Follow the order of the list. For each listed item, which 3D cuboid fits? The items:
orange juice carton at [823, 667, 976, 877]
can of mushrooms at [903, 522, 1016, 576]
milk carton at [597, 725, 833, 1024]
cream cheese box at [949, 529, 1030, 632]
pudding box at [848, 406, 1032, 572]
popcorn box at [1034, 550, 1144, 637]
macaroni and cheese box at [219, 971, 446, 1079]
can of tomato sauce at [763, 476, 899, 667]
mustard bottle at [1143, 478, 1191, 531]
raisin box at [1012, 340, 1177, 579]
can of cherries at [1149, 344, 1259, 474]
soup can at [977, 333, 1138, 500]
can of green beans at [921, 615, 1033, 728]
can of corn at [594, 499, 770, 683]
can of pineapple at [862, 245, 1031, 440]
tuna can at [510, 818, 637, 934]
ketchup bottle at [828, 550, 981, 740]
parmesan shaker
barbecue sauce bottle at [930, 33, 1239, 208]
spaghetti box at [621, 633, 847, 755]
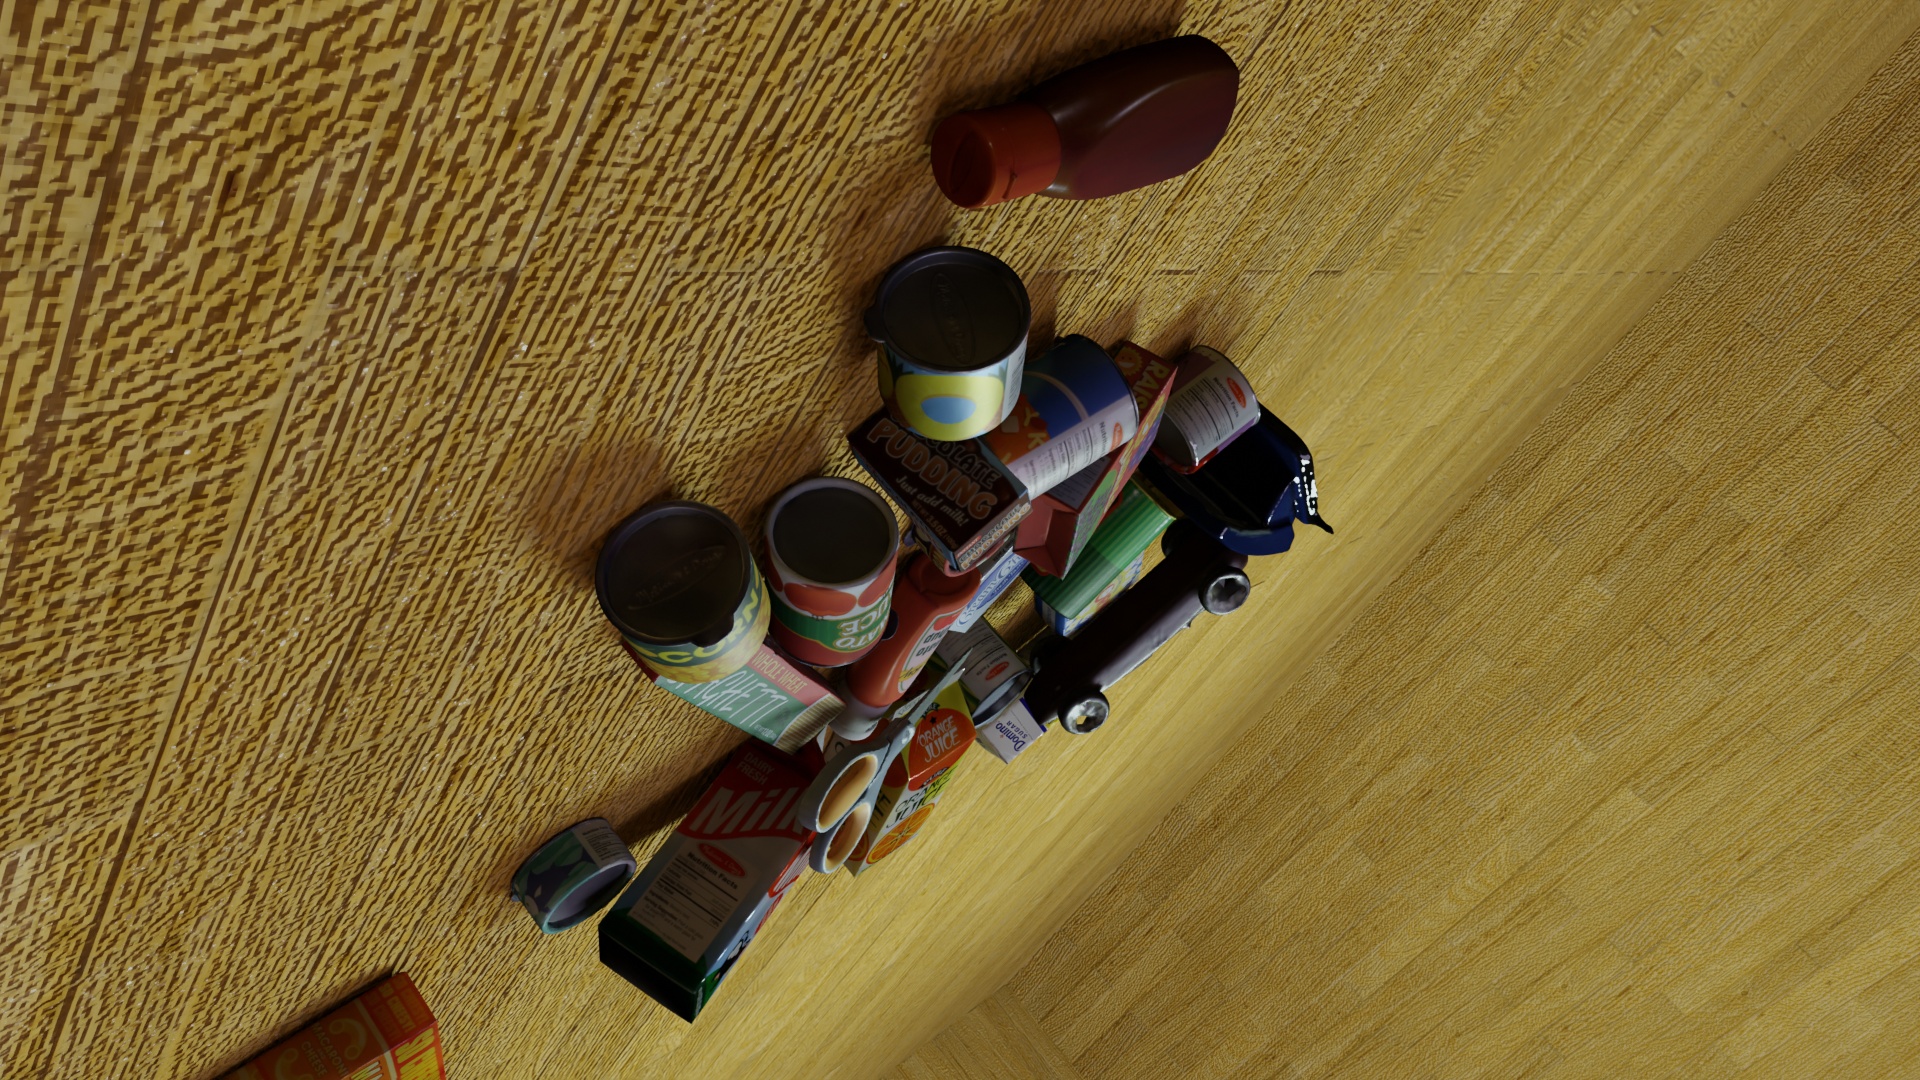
[{"bbox_3d":[-0.050,0.163,1.032,0.072,0.073,0.191,-27,155,-39],"label":"orange juice carton"},{"bbox_3d":[0.003,-0.010,0.830,0.071,0.033,0.070,-38,161,-16],"label":"can of mushrooms"},{"bbox_3d":[-0.142,0.201,0.889,0.191,0.073,0.072,-52,169,-33],"label":"milk carton"},{"bbox_3d":[0.019,0.017,0.933,0.103,0.024,0.053,-47,158,12],"label":"cream cheese box"},{"bbox_3d":[-0.010,-0.032,0.680,0.050,0.084,0.030,-40,160,-8],"label":"pudding box"},{"bbox_3d":[0.101,0.021,1.087,0.085,0.038,0.126,-38,161,-12],"label":"popcorn box"},{"bbox_3d":[-0.375,0.320,0.771,0.167,0.040,0.123,-29,157,-33],"label":"macaroni and cheese box"},{"bbox_3d":[-0.064,0.017,0.699,0.071,0.071,0.082,-34,159,-24],"label":"can of tomato sauce"},{"bbox_3d":[0.176,-0.029,1.098,0.048,0.065,0.160,-48,153,17],"label":"mustard bottle"},{"bbox_3d":[0.080,-0.049,0.839,0.124,0.040,0.085,-54,166,-25],"label":"raisin box"},{"bbox_3d":[0.154,-0.086,0.922,0.058,0.071,0.071,-38,160,-13],"label":"can of cherries"},{"bbox_3d":[0.040,-0.064,0.741,0.084,0.071,0.071,-31,158,-18],"label":"soup can"},{"bbox_3d":[0.011,0.099,1.040,0.071,0.058,0.071,-38,160,-16],"label":"can of green beans"},{"bbox_3d":[-0.118,0.026,0.608,0.071,0.071,0.058,-38,161,-13],"label":"can of corn"},{"bbox_3d":[-0.006,-0.085,0.607,0.071,0.071,0.057,-36,160,-19],"label":"can of pineapple"},{"bbox_3d":[-0.228,0.199,0.817,0.071,0.033,0.070,-38,160,-16],"label":"tuna can"},{"bbox_3d":[-0.043,0.070,0.894,0.065,0.043,0.148,-33,162,-53],"label":"ketchup bottle"},{"bbox_3d":[0.092,-0.001,0.969,0.103,0.071,0.071,-46,161,9],"label":"parmesan shaker"},{"bbox_3d":[0.053,-0.169,0.576,0.149,0.044,0.064,-26,155,-39],"label":"barbecue sauce bottle"},{"bbox_3d":[-0.119,0.078,0.783,0.050,0.029,0.249,-42,161,-5],"label":"spaghetti box"}]
